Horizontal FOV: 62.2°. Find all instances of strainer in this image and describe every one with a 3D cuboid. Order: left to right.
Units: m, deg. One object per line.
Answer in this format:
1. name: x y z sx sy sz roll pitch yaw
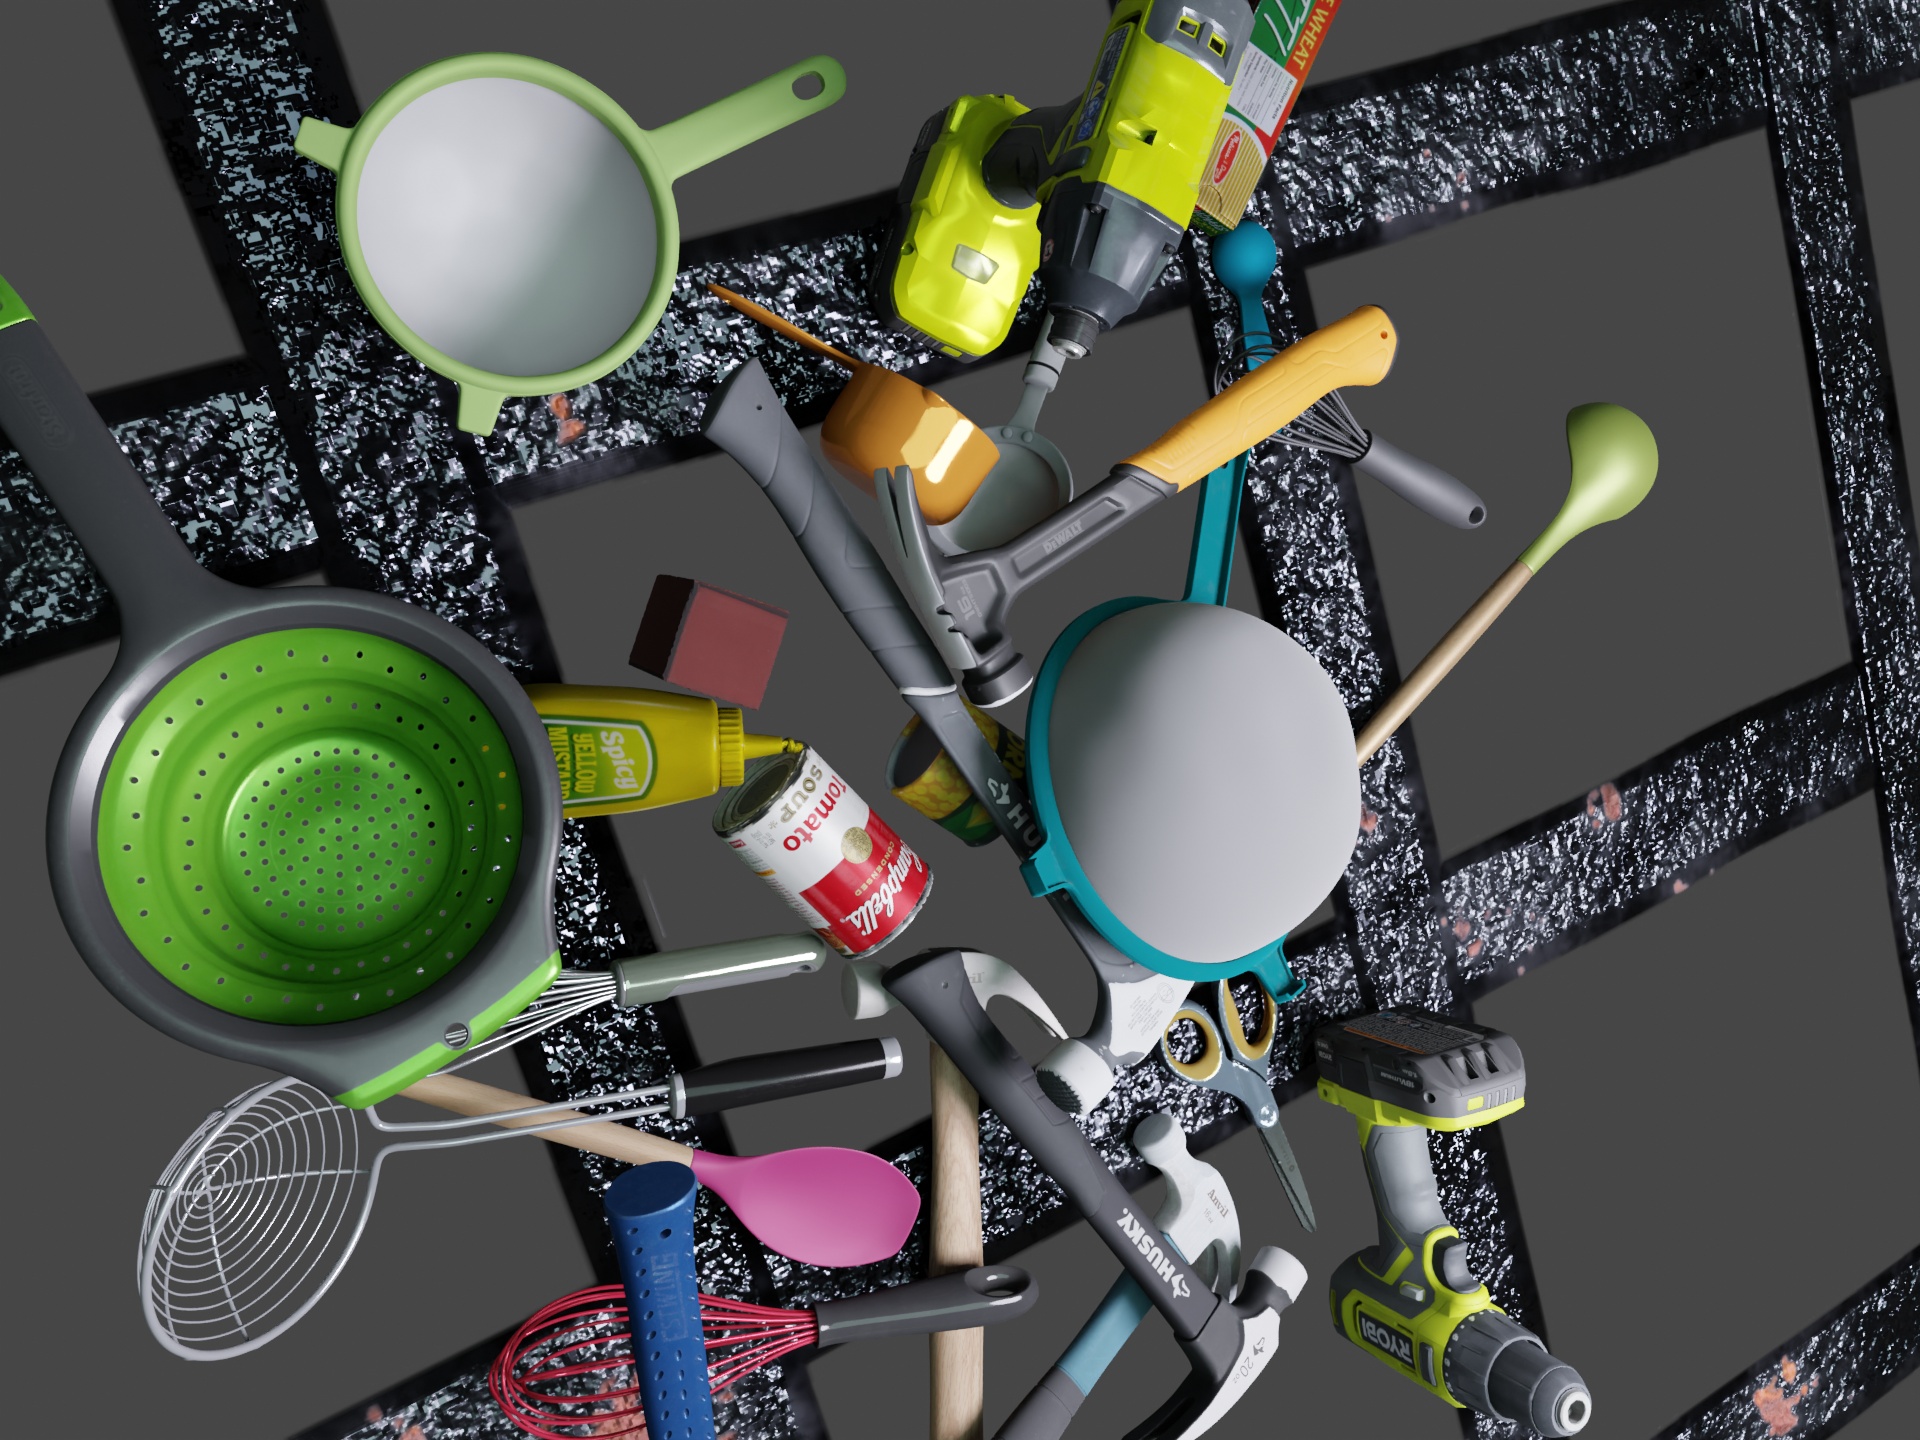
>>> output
1. strainer: -0.170 -0.252 0.758 0.256 0.069 0.151 -33 106 -19
2. strainer: 0.043 -0.181 0.879 0.087 0.050 0.258 17 80 18
3. strainer: 0.153 -0.033 0.850 0.210 0.095 0.341 26 61 -29

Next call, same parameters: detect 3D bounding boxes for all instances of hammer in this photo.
1. hammer: -0.140 0.393 0.798 0.144 0.035 0.405 -12 118 -21
2. hammer: -0.001 -0.003 0.810 0.149 0.036 0.408 -40 104 -29
3. hammer: -0.001 0.293 0.914 0.130 0.031 0.331 -4 97 -24
4. hammer: 0.053 0.391 0.917 0.331 0.033 0.128 -45 114 -26
5. hammer: 0.065 0.259 0.888 0.146 0.035 0.334 -46 108 -29
6. hammer: 0.109 -0.144 0.832 0.337 0.034 0.127 -34 109 -25

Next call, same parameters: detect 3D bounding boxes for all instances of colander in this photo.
1. colander: -0.328 -0.019 0.711 0.204 0.094 0.397 -34 90 -18

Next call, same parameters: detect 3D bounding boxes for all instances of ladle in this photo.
1. ladle: 0.340 -0.081 1.031 0.320 0.062 0.078 -47 113 -6

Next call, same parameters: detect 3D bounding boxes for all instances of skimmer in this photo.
1. skimmer: -0.187 0.205 0.754 0.363 0.090 0.127 -5 112 -25

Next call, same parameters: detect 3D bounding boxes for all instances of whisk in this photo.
1. whisk: -0.182 0.136 0.808 0.246 0.057 0.059 -6 68 -28
2. whisk: -0.096 0.323 0.842 0.295 0.073 0.073 -2 97 -19
3. whisk: 0.243 -0.169 0.965 0.238 0.055 0.055 22 86 -33

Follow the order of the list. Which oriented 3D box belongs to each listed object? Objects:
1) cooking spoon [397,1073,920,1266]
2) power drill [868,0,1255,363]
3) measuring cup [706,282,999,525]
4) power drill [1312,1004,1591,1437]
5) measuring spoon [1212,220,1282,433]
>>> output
1. cooking spoon: -0.165 0.222 0.825 0.318 0.017 0.069 23 95 -20
2. power drill: 0.039 -0.248 0.768 0.080 0.223 0.171 21 87 -25
3. measuring cup: -0.066 -0.160 0.819 0.173 0.095 0.052 30 88 -6
4. power drill: 0.294 0.303 0.966 0.080 0.190 0.228 -9 95 -23
5. measuring spoon: 0.181 -0.233 0.946 0.042 0.021 0.128 -18 103 -22
